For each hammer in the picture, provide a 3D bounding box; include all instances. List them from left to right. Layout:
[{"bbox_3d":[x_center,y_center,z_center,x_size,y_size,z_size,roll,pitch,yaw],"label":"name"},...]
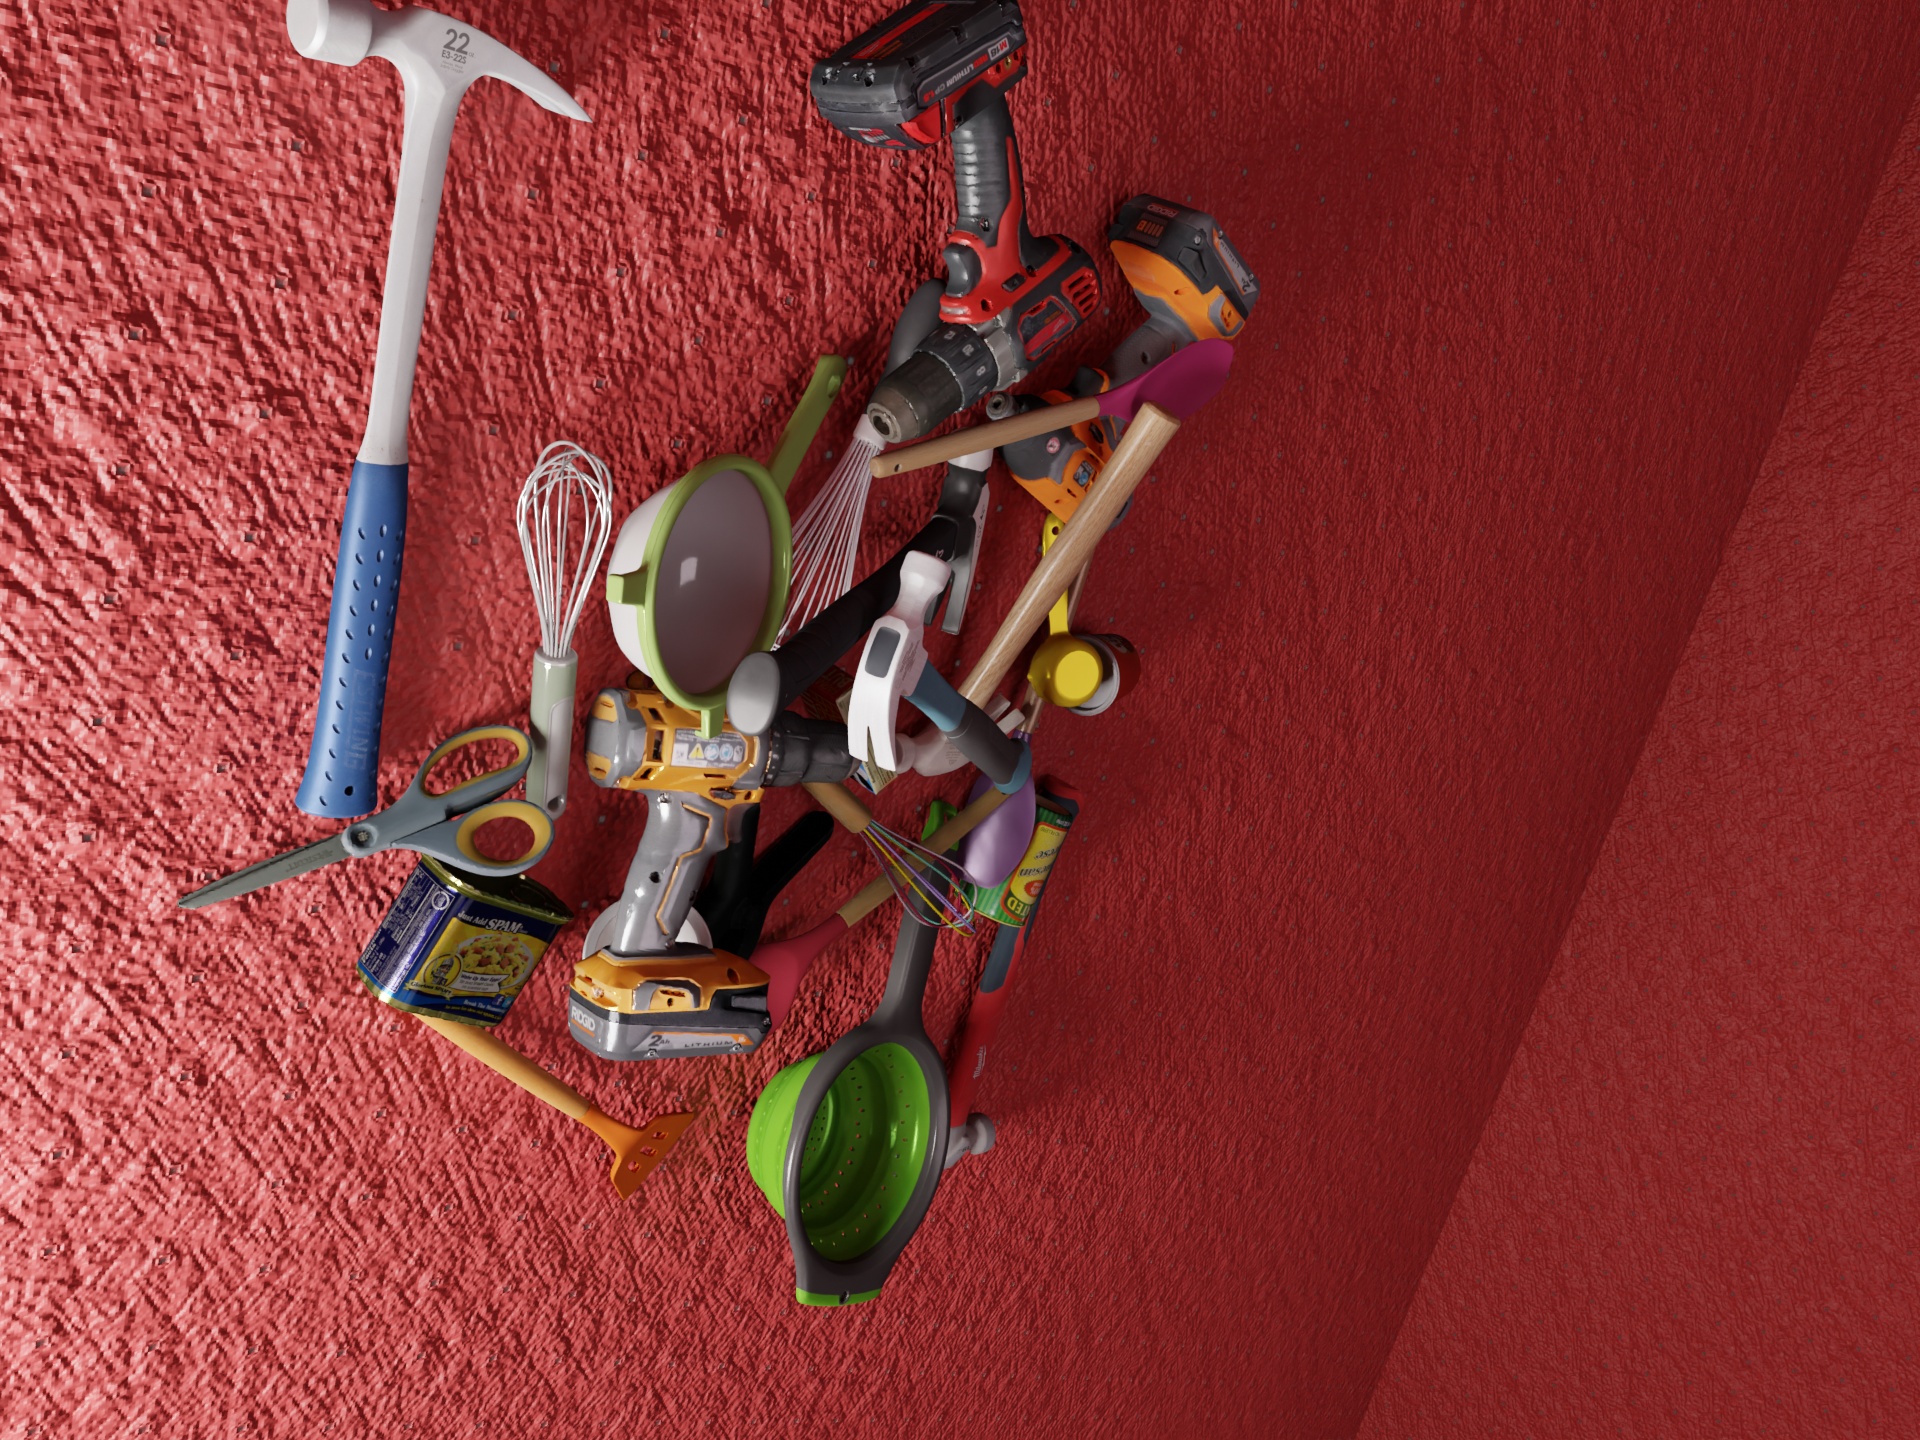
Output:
[{"bbox_3d":[-0.283,-0.141,0.800,0.144,0.035,0.405,-7,118,-48],"label":"hammer"},{"bbox_3d":[-0.057,-0.073,1.015,0.335,0.035,0.146,-49,153,-56],"label":"hammer"},{"bbox_3d":[-0.002,-0.004,1.113,0.128,0.033,0.330,-67,159,-8],"label":"hammer"},{"bbox_3d":[0.024,0.231,1.414,0.143,0.038,0.386,-1,114,-48],"label":"hammer"},{"bbox_3d":[0.060,-0.091,1.177,0.130,0.031,0.331,-2,132,-55],"label":"hammer"}]

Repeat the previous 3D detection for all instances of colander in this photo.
[{"bbox_3d":[-0.083,0.254,1.274,0.204,0.094,0.397,26,75,-54],"label":"colander"}]

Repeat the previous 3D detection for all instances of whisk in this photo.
[{"bbox_3d":[-0.232,-0.044,0.917,0.058,0.059,0.246,-27,137,-48],"label":"whisk"},{"bbox_3d":[-0.071,-0.158,1.034,0.070,0.070,0.284,27,86,-54],"label":"whisk"},{"bbox_3d":[-0.061,0.085,1.171,0.244,0.051,0.047,47,50,-33],"label":"whisk"}]

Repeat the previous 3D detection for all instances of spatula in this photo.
[{"bbox_3d":[-0.277,0.250,1.079,0.081,0.041,0.322,-50,139,-13],"label":"spatula"},{"bbox_3d":[0.062,-0.015,1.289,0.018,0.060,0.316,-6,115,-78],"label":"spatula"}]

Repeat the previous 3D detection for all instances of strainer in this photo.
[{"bbox_3d":[-0.188,0.093,1.065,0.086,0.050,0.258,18,94,-21],"label":"strainer"},{"bbox_3d":[-0.145,-0.128,0.958,0.151,0.069,0.256,68,40,-54],"label":"strainer"}]

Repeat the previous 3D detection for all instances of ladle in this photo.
[{"bbox_3d":[-0.072,0.136,1.217,0.315,0.031,0.069,-37,99,-24],"label":"ladle"}]

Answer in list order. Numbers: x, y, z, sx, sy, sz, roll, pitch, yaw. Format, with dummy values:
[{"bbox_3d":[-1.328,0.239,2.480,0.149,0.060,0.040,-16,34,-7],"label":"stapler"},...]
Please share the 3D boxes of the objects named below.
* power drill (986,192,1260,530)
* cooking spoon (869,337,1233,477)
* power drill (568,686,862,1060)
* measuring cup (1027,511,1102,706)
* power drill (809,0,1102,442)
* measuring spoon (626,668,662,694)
[{"bbox_3d":[0.111,-0.262,1.159,0.226,0.084,0.164,-58,143,2],"label":"power drill"},{"bbox_3d":[0.071,-0.210,1.086,0.319,0.017,0.068,-22,143,-32],"label":"cooking spoon"},{"bbox_3d":[-0.155,0.094,1.020,0.185,0.084,0.226,4,94,-36],"label":"power drill"},{"bbox_3d":[0.083,-0.085,1.251,0.062,0.029,0.156,-11,107,-23],"label":"measuring cup"},{"bbox_3d":[-0.010,-0.297,0.964,0.188,0.080,0.226,-43,133,-24],"label":"power drill"},{"bbox_3d":[-0.164,-0.029,1.027,0.117,0.011,0.021,-8,94,-43],"label":"measuring spoon"}]
